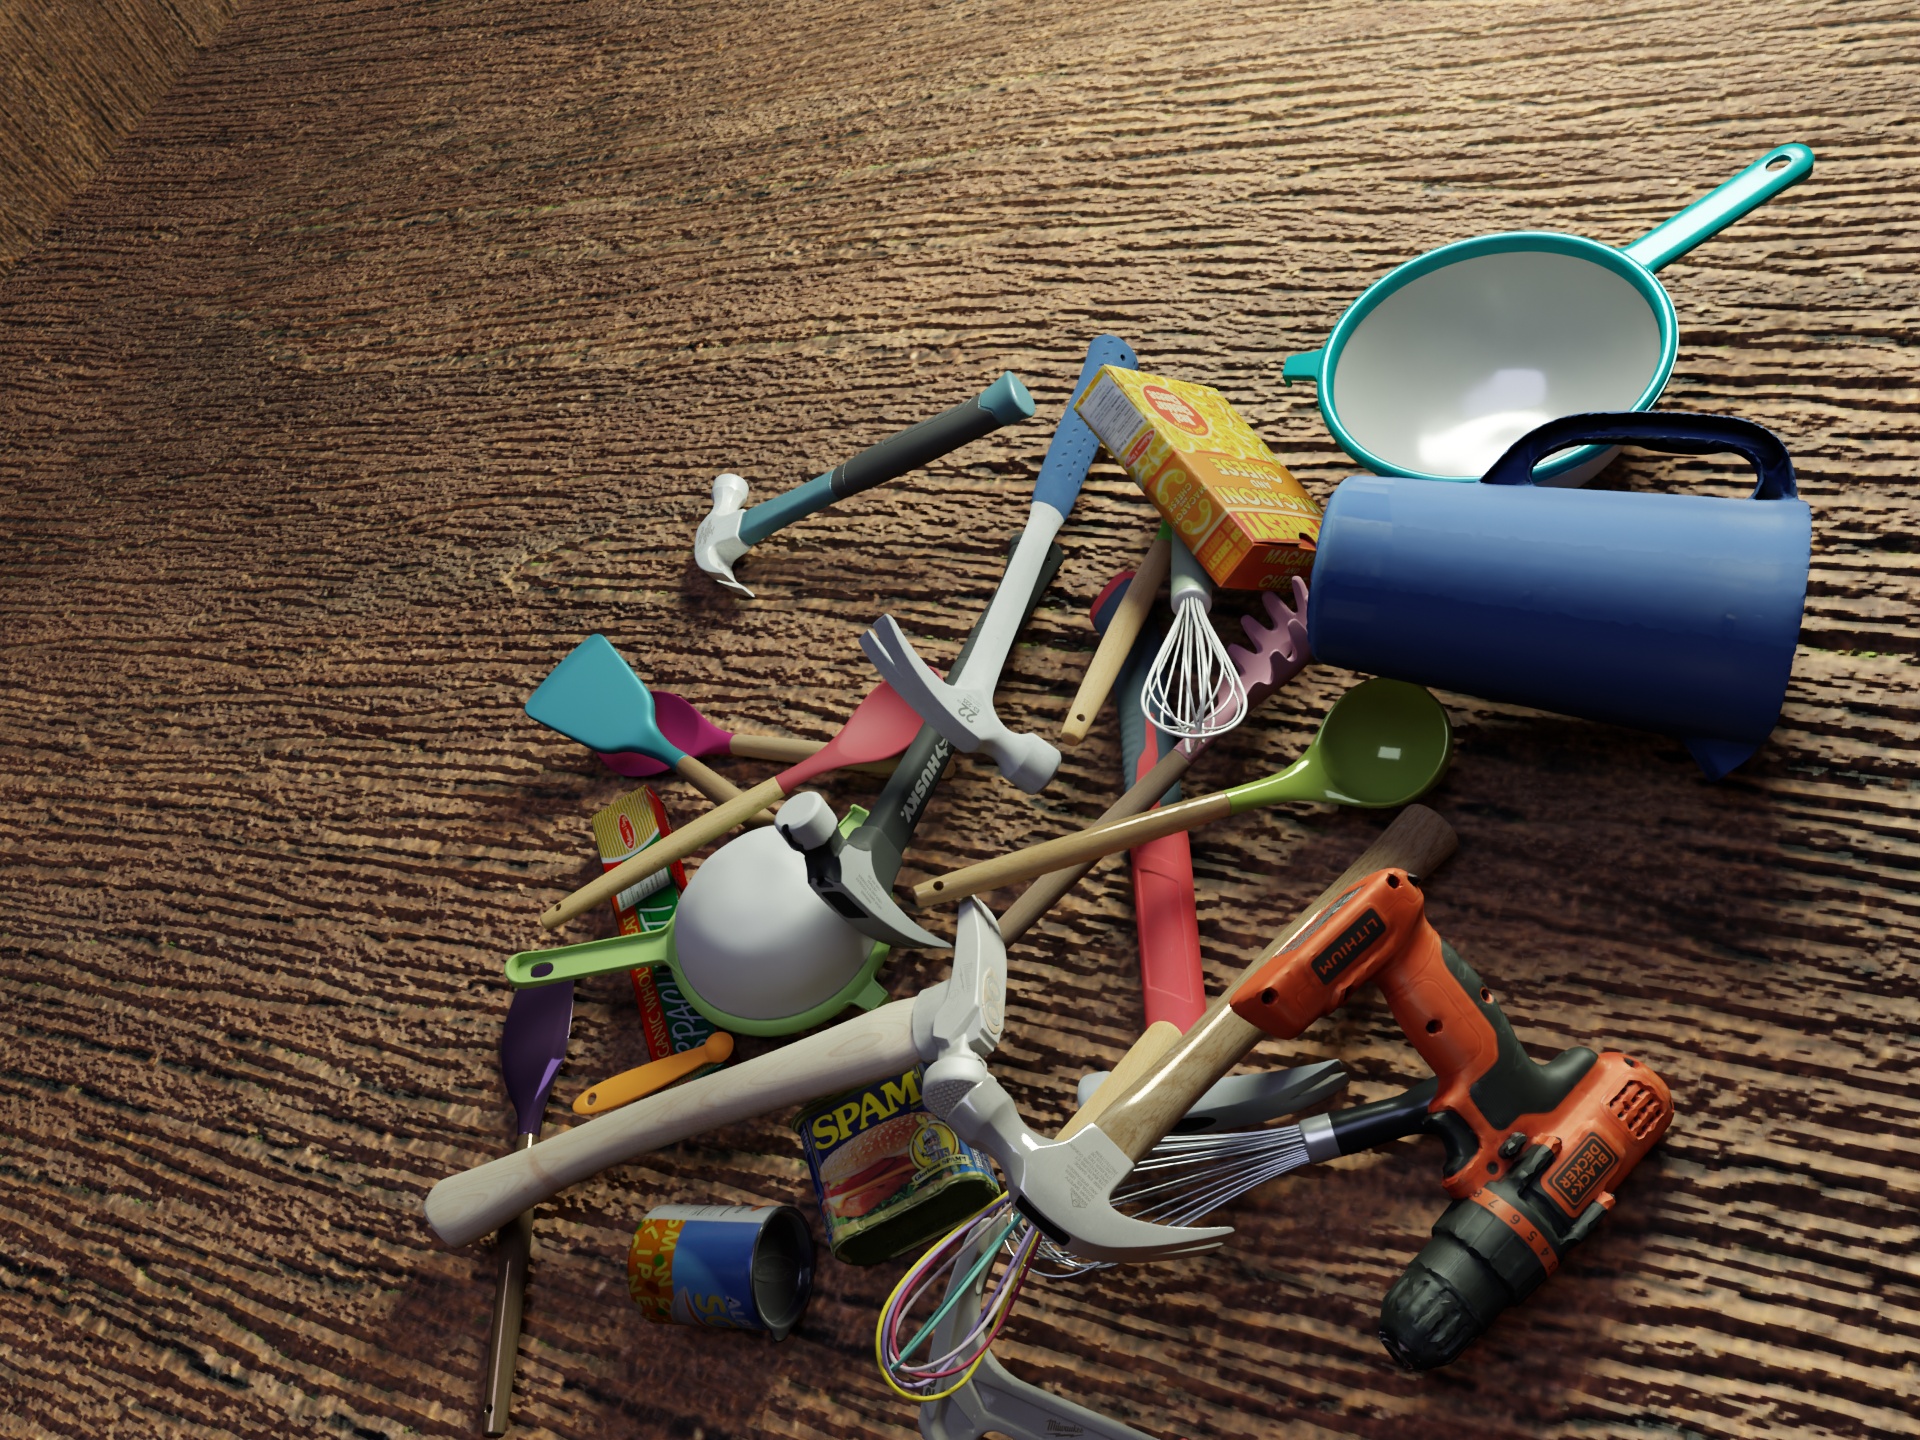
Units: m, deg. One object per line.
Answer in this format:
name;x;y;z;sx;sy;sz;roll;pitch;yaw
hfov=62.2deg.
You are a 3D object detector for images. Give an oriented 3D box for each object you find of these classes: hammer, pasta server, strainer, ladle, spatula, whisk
hammer;-0.082;-0.186;1.208;0.331;0.033;0.128;-19;48;35
pasta server;0.107;0.035;0.937;0.316;0.040;0.060;-44;17;-8
strainer;-0.172;0.126;1.004;0.256;0.069;0.152;-11;54;4
ladle;-0.144;0.057;1.074;0.315;0.031;0.069;-30;42;-2
hammer;0.142;0.348;0.710;0.359;0.036;0.149;11;86;30
strainer;0.392;-0.237;1.005;0.340;0.095;0.211;-33;50;-1
hammer;-0.002;-0.003;1.038;0.035;0.146;0.335;-6;41;37
hammer;0.053;-0.138;1.086;0.035;0.144;0.406;-38;23;46
hammer;-0.153;0.220;0.931;0.410;0.038;0.146;-25;34;22
spatula;-0.281;0.292;1.017;0.060;0.018;0.316;-22;47;18
hammer;0.133;0.058;0.957;0.143;0.038;0.387;-14;51;17
hammer;0.152;0.146;0.810;0.331;0.031;0.130;-36;70;-30
whisk;0.140;-0.066;0.958;0.059;0.057;0.247;1;38;7
ladle;0.126;0.048;0.895;0.320;0.062;0.078;-16;59;-9
spatula;-0.186;0.039;1.126;0.318;0.044;0.082;31;73;35
whisk;0.153;0.223;0.814;0.284;0.070;0.070;-18;49;8
whisk;0.041;0.231;0.773;0.047;0.051;0.245;33;48;20

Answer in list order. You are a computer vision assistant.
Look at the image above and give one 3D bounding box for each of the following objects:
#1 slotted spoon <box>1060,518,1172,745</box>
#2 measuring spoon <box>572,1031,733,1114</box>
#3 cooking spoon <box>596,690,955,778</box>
slotted spoon;0.124;-0.098;1.044;0.070;0.031;0.314;26;53;4
measuring spoon;-0.193;0.219;0.988;0.117;0.011;0.021;-24;49;12
cooking spoon;-0.142;0.020;1.147;0.319;0.017;0.069;5;73;31
